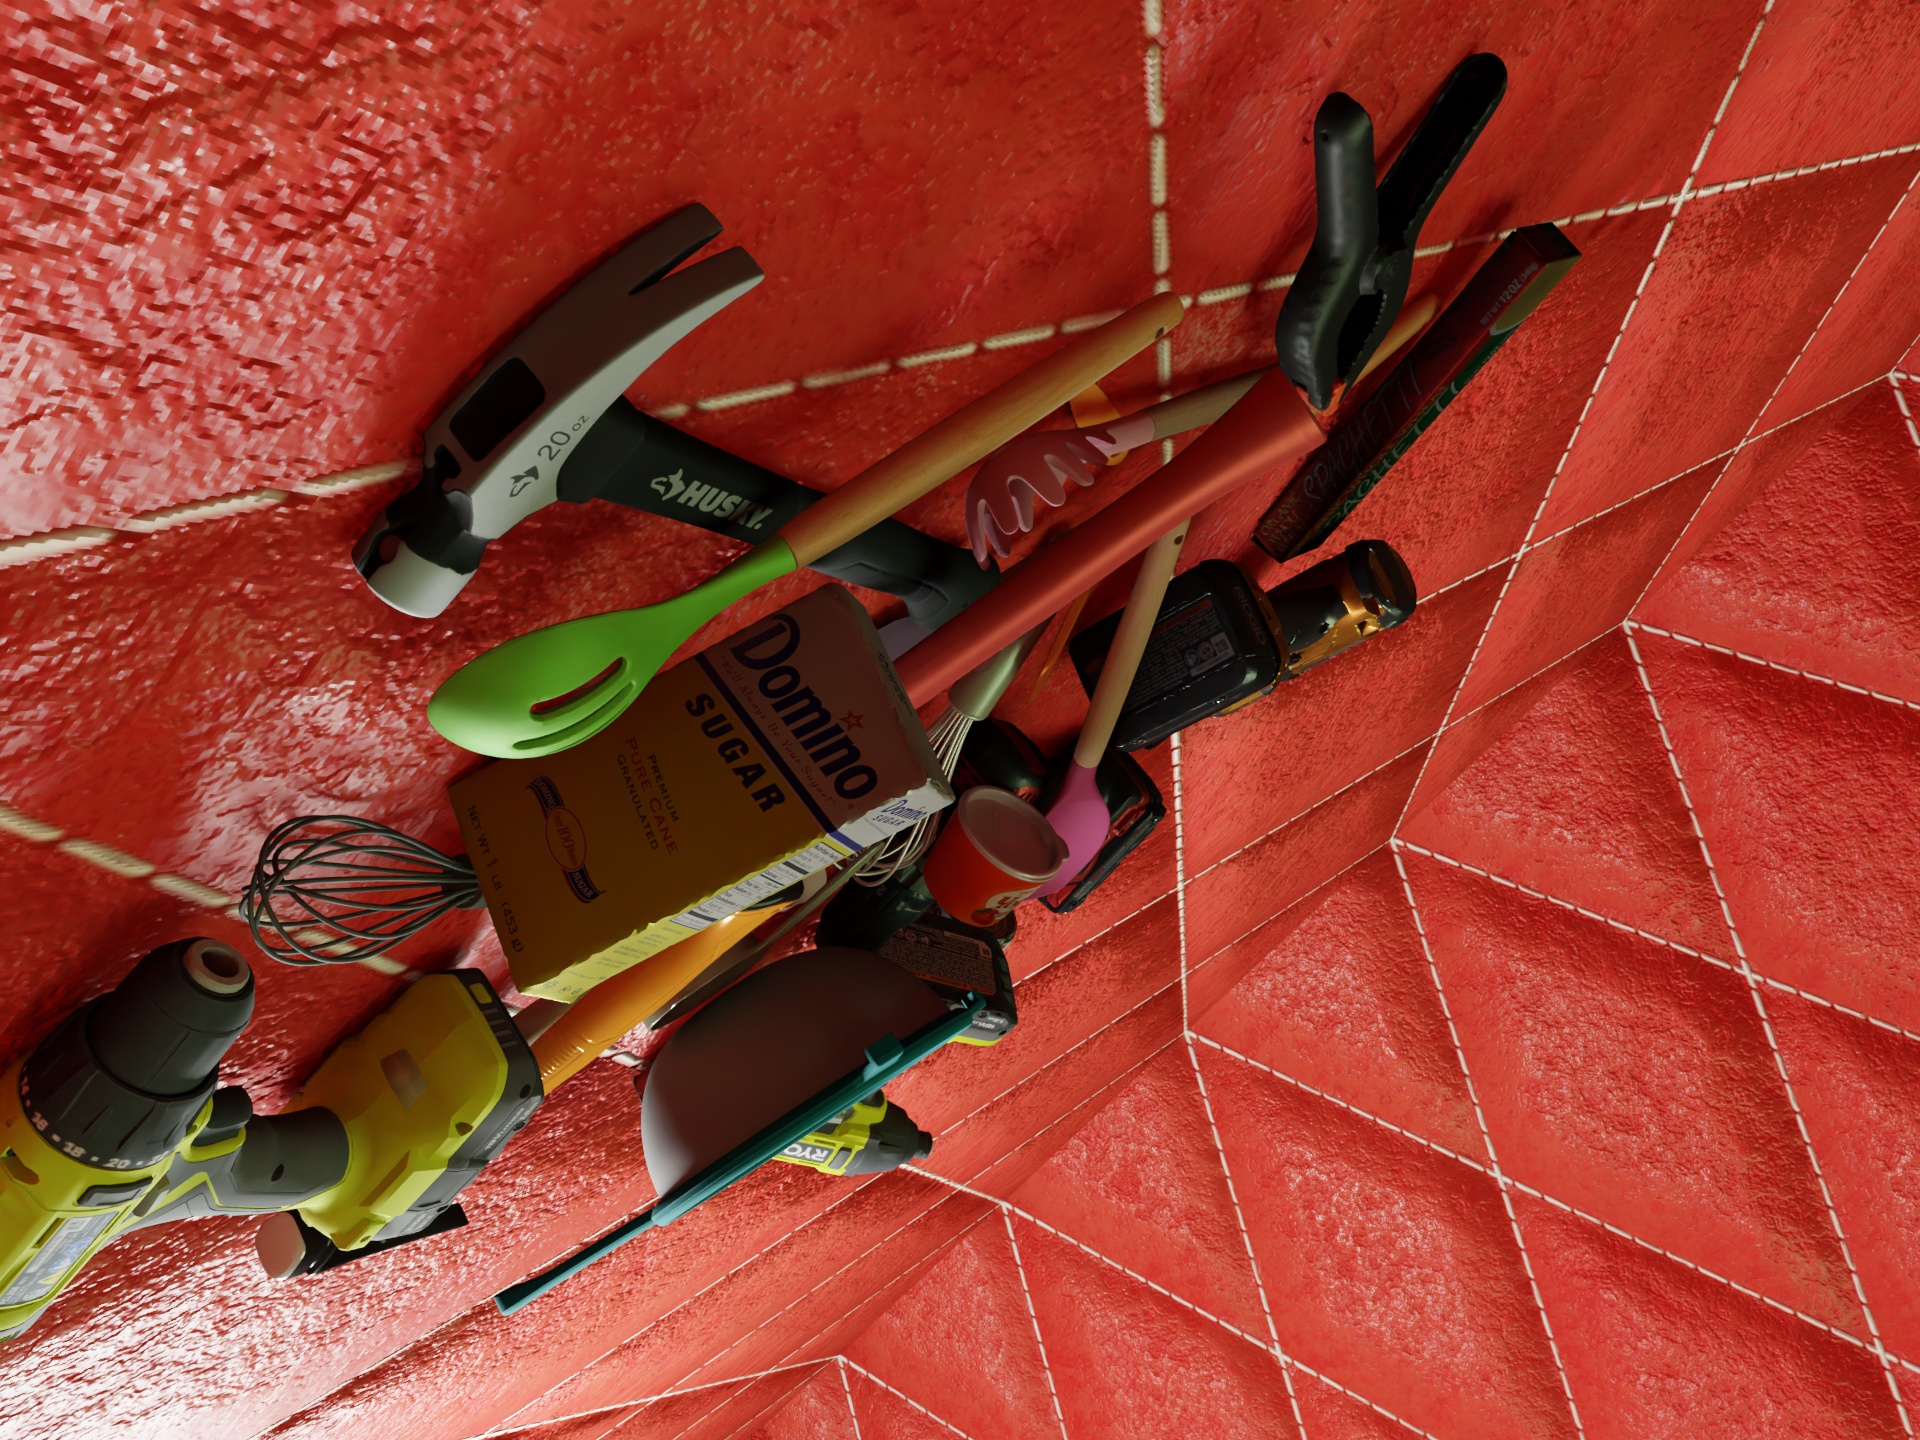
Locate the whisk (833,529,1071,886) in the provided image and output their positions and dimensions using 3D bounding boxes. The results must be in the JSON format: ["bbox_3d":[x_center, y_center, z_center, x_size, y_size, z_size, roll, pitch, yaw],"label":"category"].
[{"bbox_3d":[-0.001,-0.003,0.858,0.059,0.058,0.246,18,120,-29],"label":"whisk"}]

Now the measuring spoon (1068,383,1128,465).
[{"bbox_3d":[0.064,-0.139,0.734,0.021,0.011,0.116,-42,160,5],"label":"measuring spoon"}]

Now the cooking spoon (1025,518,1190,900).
[{"bbox_3d":[0.076,0.004,0.883,0.068,0.017,0.318,-12,142,-24],"label":"cooking spoon"}]

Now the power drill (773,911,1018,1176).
[{"bbox_3d":[-0.060,0.235,1.113,0.171,0.080,0.223,18,126,-22],"label":"power drill"}]

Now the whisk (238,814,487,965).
[{"bbox_3d":[-0.199,0.068,0.646,0.055,0.055,0.239,-45,163,11],"label":"whisk"}]

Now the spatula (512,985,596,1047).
[{"bbox_3d":[-0.187,0.122,0.817,0.317,0.044,0.082,-35,162,-3],"label":"spatula"}]

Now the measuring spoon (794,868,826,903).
[{"bbox_3d":[-0.069,0.063,0.867,0.124,0.034,0.018,-48,-169,34],"label":"measuring spoon"}]

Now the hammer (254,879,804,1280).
[{"bbox_3d":[-0.200,0.171,0.792,0.337,0.034,0.127,-40,161,18],"label":"hammer"}]

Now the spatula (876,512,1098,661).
[{"bbox_3d":[0.039,-0.073,0.780,0.316,0.018,0.059,-31,149,-7],"label":"spatula"}]

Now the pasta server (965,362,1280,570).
[{"bbox_3d":[0.105,-0.138,0.752,0.316,0.040,0.060,-27,172,-44],"label":"pasta server"}]

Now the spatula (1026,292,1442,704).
[{"bbox_3d":[0.147,-0.127,0.866,0.322,0.041,0.081,-39,174,-8],"label":"spatula"}]

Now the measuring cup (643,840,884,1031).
[{"bbox_3d":[-0.114,0.106,0.865,0.167,0.038,0.083,-39,171,9],"label":"measuring cup"}]

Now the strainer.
[{"bbox_3d":[-0.155,0.227,0.926,0.340,0.095,0.211,-34,170,12],"label":"strainer"}]

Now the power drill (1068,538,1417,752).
[{"bbox_3d":[0.161,-0.043,0.991,0.185,0.084,0.226,-30,171,39],"label":"power drill"}]

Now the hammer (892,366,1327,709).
[{"bbox_3d":[-0.007,-0.028,0.673,0.359,0.037,0.149,-35,177,15],"label":"hammer"}]

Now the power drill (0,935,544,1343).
[{"bbox_3d":[-0.282,0.157,0.641,0.190,0.080,0.228,-46,157,15],"label":"power drill"}]

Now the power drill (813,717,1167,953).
[{"bbox_3d":[0.018,0.082,1.028,0.188,0.080,0.226,-49,156,20],"label":"power drill"}]

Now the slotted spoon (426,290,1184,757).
[{"bbox_3d":[-0.040,-0.074,0.560,0.314,0.031,0.070,-35,162,-17],"label":"slotted spoon"}]

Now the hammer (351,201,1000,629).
[{"bbox_3d":[-0.061,-0.080,0.600,0.146,0.035,0.334,-45,160,14],"label":"hammer"}]
